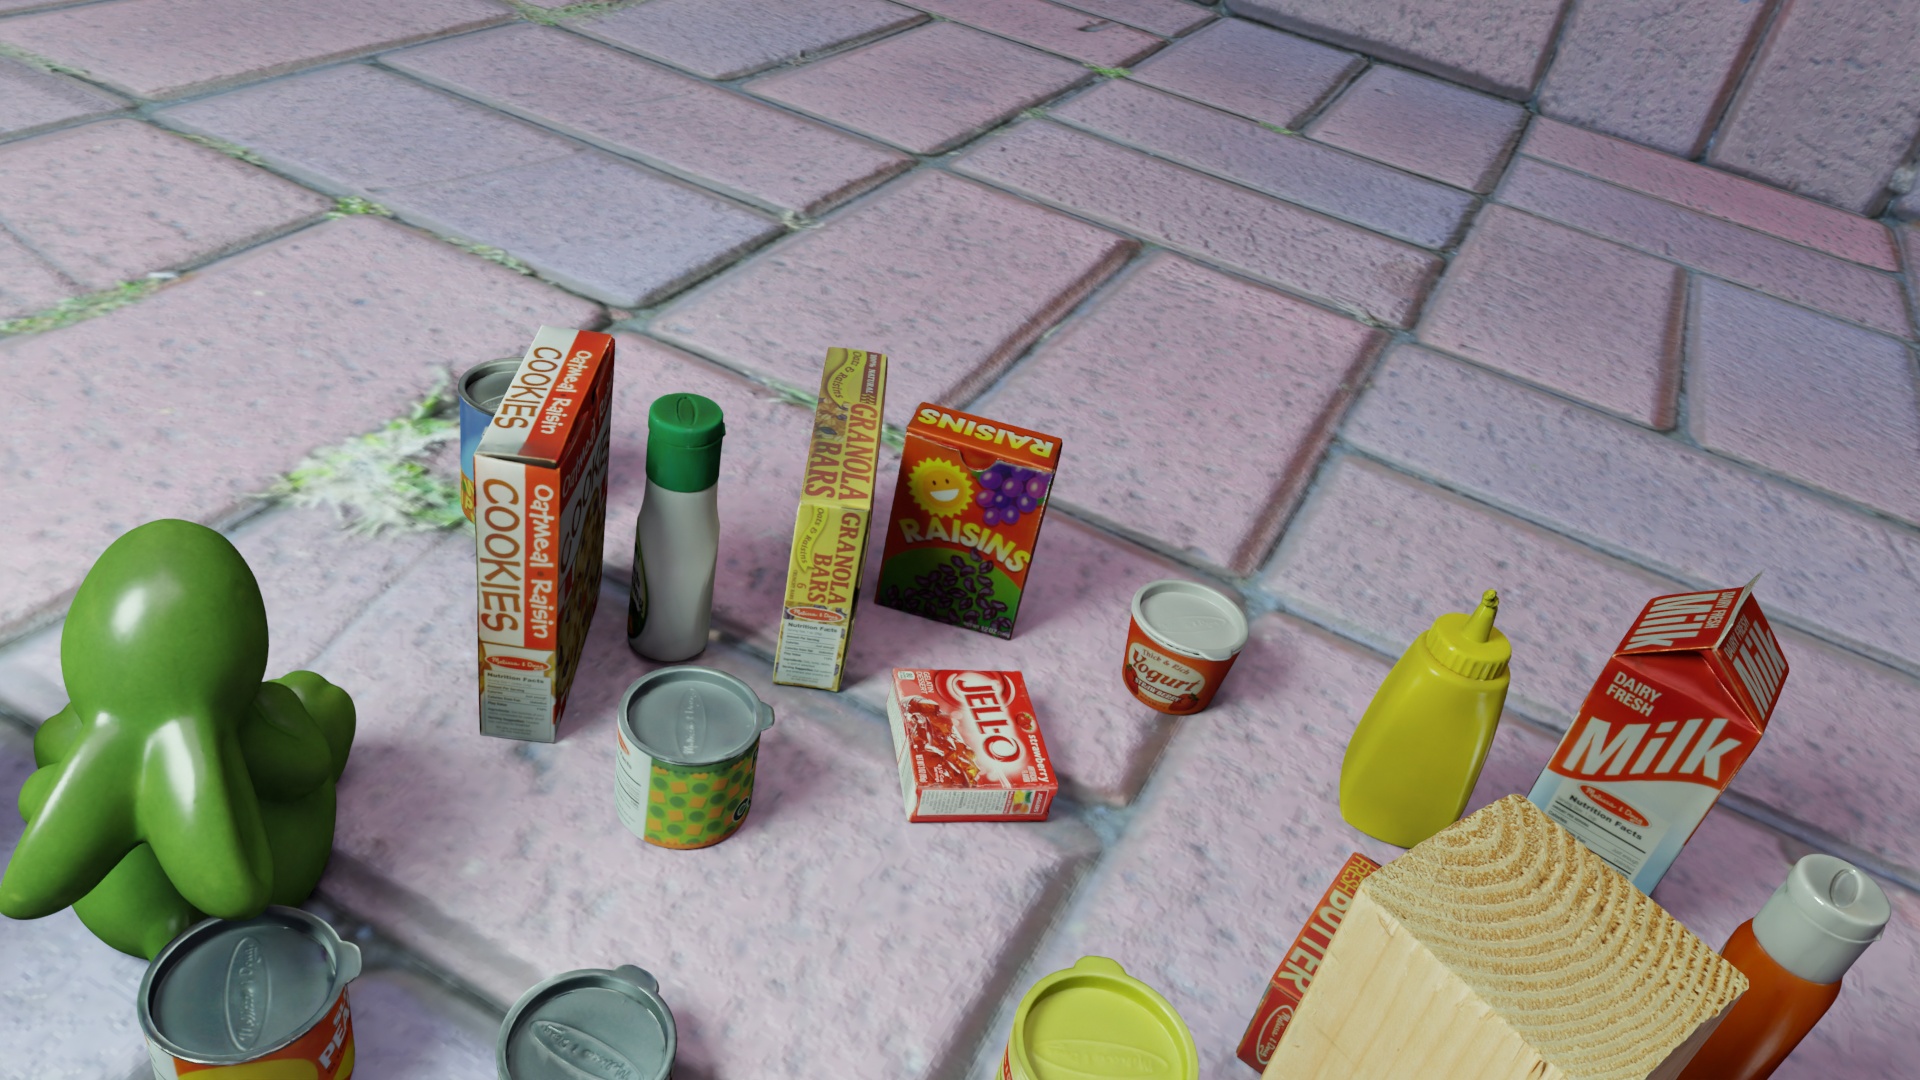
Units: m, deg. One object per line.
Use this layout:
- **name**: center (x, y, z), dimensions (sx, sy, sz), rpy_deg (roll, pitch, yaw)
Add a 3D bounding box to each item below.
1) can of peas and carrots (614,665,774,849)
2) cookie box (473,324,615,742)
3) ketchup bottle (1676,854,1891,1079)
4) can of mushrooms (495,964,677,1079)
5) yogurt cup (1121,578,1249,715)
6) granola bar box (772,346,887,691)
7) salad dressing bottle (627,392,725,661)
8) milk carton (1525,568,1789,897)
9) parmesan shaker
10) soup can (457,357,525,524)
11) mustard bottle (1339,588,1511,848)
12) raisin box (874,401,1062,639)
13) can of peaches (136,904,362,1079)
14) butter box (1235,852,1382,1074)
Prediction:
- **can of peas and carrots**: center (-0.126, 0.102, 0.654), dimensions (0.071, 0.058, 0.071), rpy_deg (9, 35, -6)
- **cookie box**: center (-0.202, -0.004, 0.683), dimensions (0.040, 0.166, 0.123), rpy_deg (8, 35, -7)
- **ketchup bottle**: center (0.338, 0.197, 0.592), dimensions (0.043, 0.148, 0.065), rpy_deg (34, 39, 27)
- **can of mushrooms**: center (-0.142, 0.200, 0.533), dimensions (0.071, 0.033, 0.071), rpy_deg (9, 35, -6)
- **yogurt cup**: center (0.125, 0.062, 0.796), dimensions (0.072, 0.053, 0.073), rpy_deg (9, 35, -6)
- **granola bar box**: center (-0.071, -0.016, 0.781), dimensions (0.039, 0.123, 0.166), rpy_deg (9, 35, -6)
- **salad dressing bottle**: center (-0.147, -0.006, 0.721), dimensions (0.044, 0.146, 0.064), rpy_deg (2, 36, -15)
- **milk carton**: center (0.345, 0.101, 0.694), dimensions (0.073, 0.189, 0.073), rpy_deg (32, 39, 25)
- **parmesan shaker**: center (0.041, 0.214, 0.511), dimensions (0.071, 0.102, 0.072), rpy_deg (9, 35, -6)
- **soup can**: center (-0.256, -0.053, 0.808), dimensions (0.071, 0.083, 0.072), rpy_deg (9, 35, -6)
- **mustard bottle**: center (0.244, 0.087, 0.707), dimensions (0.065, 0.159, 0.049), rpy_deg (20, 35, 10)
- **raisin box**: center (0.003, -0.010, 0.797), dimensions (0.086, 0.122, 0.040), rpy_deg (16, 35, 4)
- **can of peaches**: center (-0.255, 0.177, 0.506), dimensions (0.071, 0.057, 0.071), rpy_deg (9, 35, -6)
- **butter box**: center (0.162, 0.190, 0.627), dimensions (0.024, 0.052, 0.104), rpy_deg (29, 38, 22)
